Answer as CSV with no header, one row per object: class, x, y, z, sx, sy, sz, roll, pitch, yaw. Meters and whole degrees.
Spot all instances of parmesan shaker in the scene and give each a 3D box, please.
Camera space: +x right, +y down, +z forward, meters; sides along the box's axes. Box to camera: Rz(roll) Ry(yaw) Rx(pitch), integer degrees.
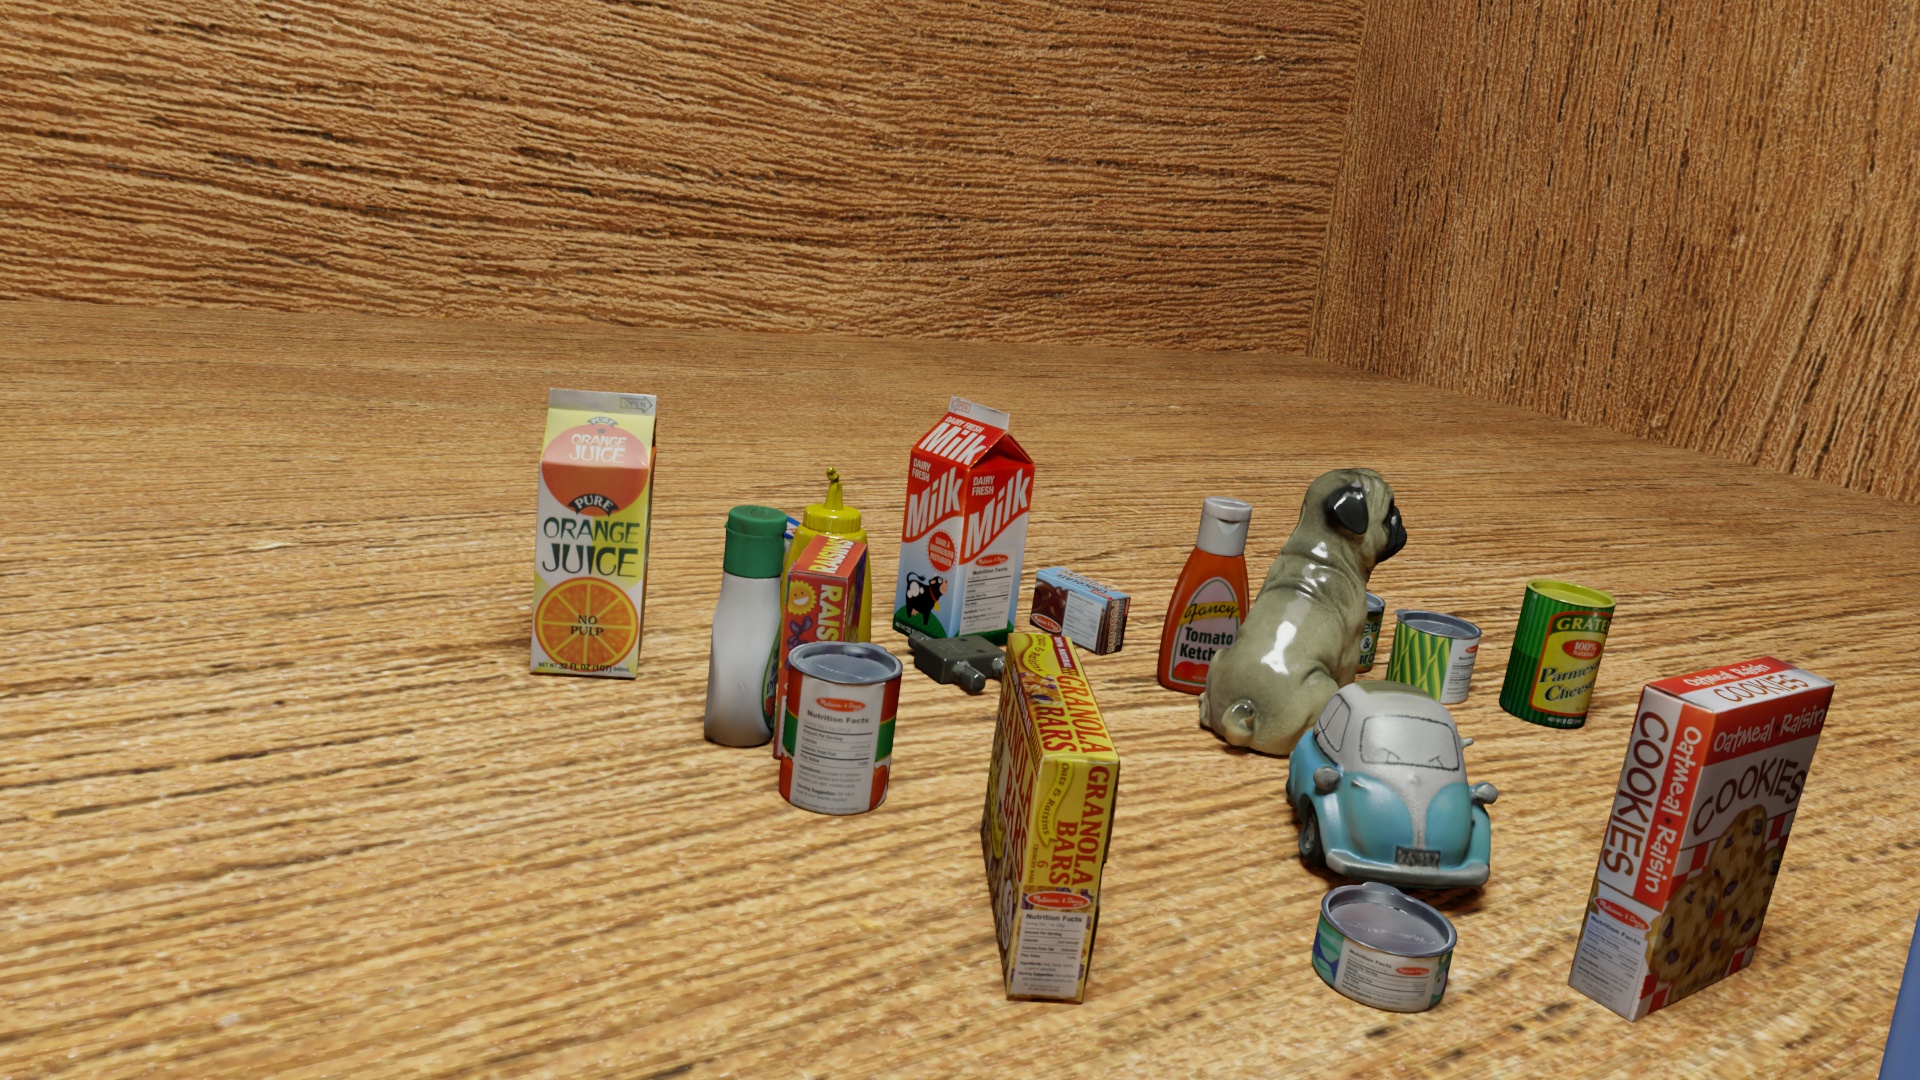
parmesan shaker,0.473,0.089,1.097,0.071,0.102,0.071,7,15,-2

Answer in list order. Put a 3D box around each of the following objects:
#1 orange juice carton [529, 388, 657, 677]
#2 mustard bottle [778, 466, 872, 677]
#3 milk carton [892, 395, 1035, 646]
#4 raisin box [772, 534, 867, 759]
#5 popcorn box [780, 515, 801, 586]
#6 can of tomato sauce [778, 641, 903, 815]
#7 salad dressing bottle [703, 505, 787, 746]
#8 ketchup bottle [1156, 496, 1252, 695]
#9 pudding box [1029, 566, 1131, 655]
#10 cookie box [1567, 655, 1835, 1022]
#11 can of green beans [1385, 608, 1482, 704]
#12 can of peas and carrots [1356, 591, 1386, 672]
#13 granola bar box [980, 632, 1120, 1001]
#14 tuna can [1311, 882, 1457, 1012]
orange juice carton,-0.250,-0.008,0.952,0.072,0.192,0.073,4,15,-10
mustard bottle,-0.091,0.027,0.960,0.065,0.159,0.049,13,16,21
milk carton,0.004,-0.014,1.094,0.073,0.190,0.072,-6,19,-41
raisin box,-0.089,0.067,0.881,0.040,0.123,0.086,8,15,3
popcorn box,-0.127,0.034,1.059,0.038,0.085,0.127,-4,18,-37
can of tomato sauce,-0.071,0.108,0.816,0.071,0.082,0.071,7,15,-2
salad dressing bottle,-0.133,0.053,0.868,0.044,0.147,0.064,6,15,-3
ketchup bottle,0.191,0.042,1.055,0.065,0.148,0.044,7,15,1
pudding box,0.098,0.057,1.147,0.030,0.049,0.084,-6,20,-42
cookie box,0.379,0.149,0.712,0.123,0.167,0.040,-4,18,-35
can of green beans,0.382,0.094,1.126,0.071,0.057,0.071,7,15,-2
can of peas and carrots,0.321,0.074,1.168,0.071,0.058,0.071,7,15,-2
granola bar box,0.042,0.132,0.702,0.039,0.123,0.166,6,15,-5
tuna can,0.211,0.202,0.696,0.071,0.032,0.071,7,15,-2
